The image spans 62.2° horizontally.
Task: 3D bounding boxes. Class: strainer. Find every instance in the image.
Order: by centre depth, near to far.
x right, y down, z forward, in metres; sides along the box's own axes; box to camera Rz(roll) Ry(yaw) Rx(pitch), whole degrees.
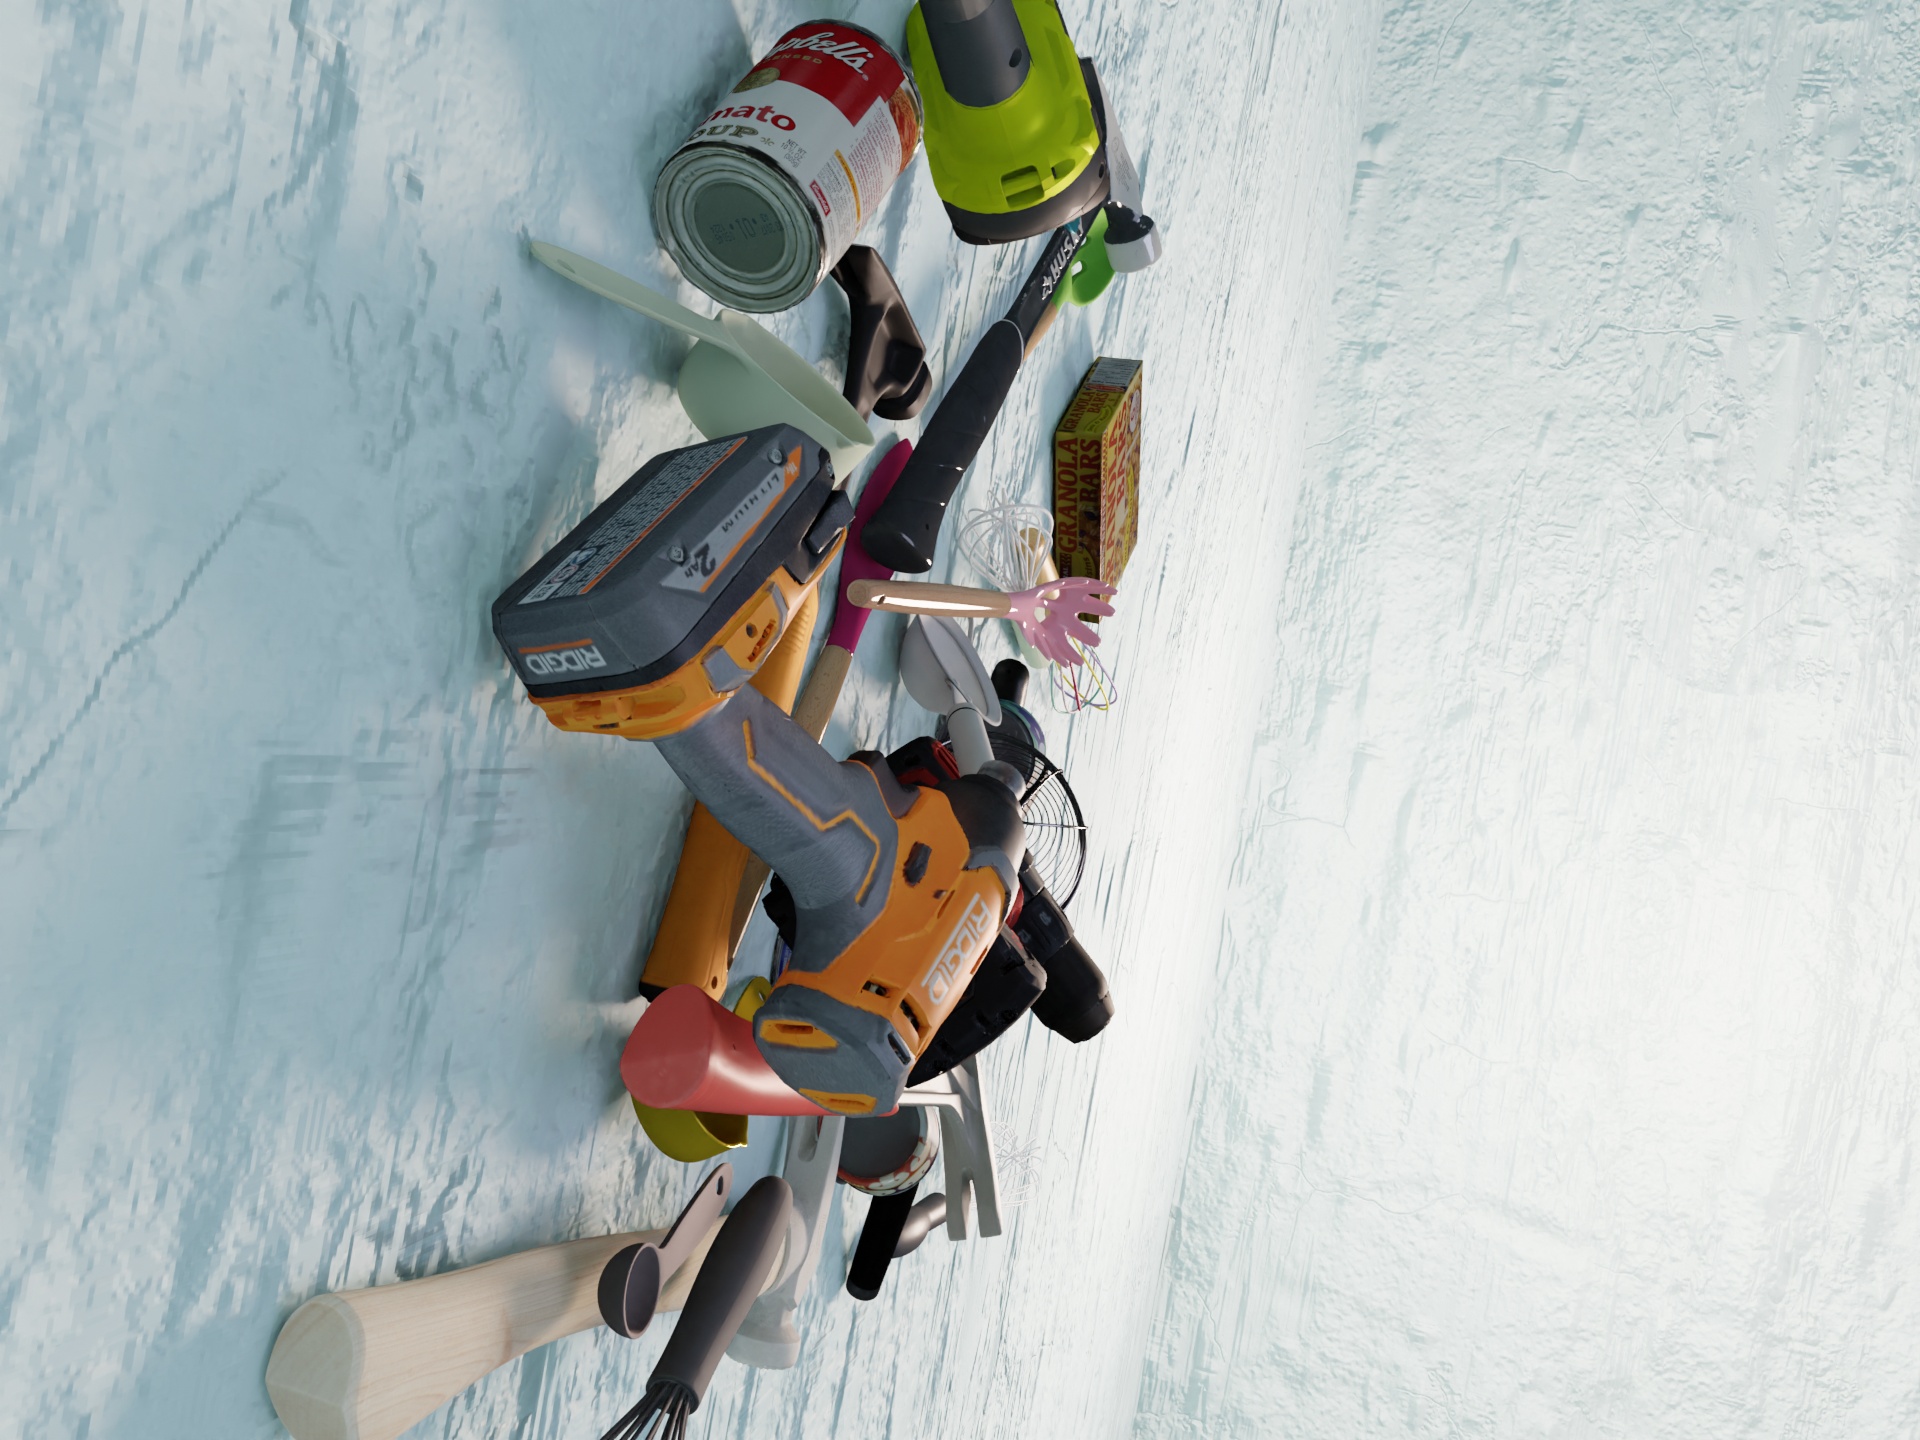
[{"bbox_3d":[-0.001,-0.003,0.840,0.086,0.050,0.259,52,9,-22],"label":"strainer"}]

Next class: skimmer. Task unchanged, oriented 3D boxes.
[{"bbox_3d":[-0.018,0.187,0.983,0.090,0.127,0.363,-121,-135,-64],"label":"skimmer"}]

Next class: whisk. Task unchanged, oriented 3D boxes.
[{"bbox_3d":[-0.111,0.261,0.622,0.239,0.055,0.055,-61,156,-61],"label":"whisk"},{"bbox_3d":[0.041,-0.085,1.054,0.246,0.059,0.058,65,11,-70],"label":"whisk"},{"bbox_3d":[-0.001,0.346,1.157,0.284,0.070,0.070,7,93,-69],"label":"whisk"},{"bbox_3d":[0.072,-0.069,1.186,0.244,0.051,0.047,62,7,-58],"label":"whisk"}]

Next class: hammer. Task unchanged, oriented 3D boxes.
[{"bbox_3d":[-0.136,0.221,0.660,0.410,0.038,0.146,42,59,-71],"label":"hammer"},{"bbox_3d":[-0.079,-0.040,0.694,0.127,0.034,0.337,56,47,-68],"label":"hammer"},{"bbox_3d":[-0.052,0.174,0.736,0.358,0.037,0.149,37,43,-68],"label":"hammer"},{"bbox_3d":[0.032,-0.228,0.903,0.409,0.036,0.149,-64,143,-39],"label":"hammer"}]

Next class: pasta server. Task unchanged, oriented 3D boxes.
[{"bbox_3d":[0.019,-0.064,0.906,0.060,0.040,0.316,-65,160,12],"label":"pasta server"}]

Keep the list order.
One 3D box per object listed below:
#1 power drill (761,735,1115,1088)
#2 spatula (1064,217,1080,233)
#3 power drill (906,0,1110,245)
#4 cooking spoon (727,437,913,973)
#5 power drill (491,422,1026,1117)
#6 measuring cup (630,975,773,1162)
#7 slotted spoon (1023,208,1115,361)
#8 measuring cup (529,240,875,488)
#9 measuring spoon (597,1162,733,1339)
[{"bbox_3d":[0.004,0.102,0.785,0.080,0.188,0.227,-38,179,11],"label":"power drill"},{"bbox_3d":[0.014,-0.367,0.788,0.317,0.044,0.082,54,40,-66],"label":"spatula"},{"bbox_3d":[-0.004,-0.321,0.659,0.223,0.080,0.171,52,24,-66],"label":"power drill"},{"bbox_3d":[-0.068,-0.012,0.776,0.068,0.017,0.319,75,29,-55],"label":"cooking spoon"},{"bbox_3d":[-0.051,0.010,0.583,0.164,0.084,0.226,-54,127,-40],"label":"power drill"},{"bbox_3d":[-0.111,0.149,0.715,0.062,0.029,0.156,62,9,-6],"label":"measuring cup"},{"bbox_3d":[0.045,-0.249,0.998,0.314,0.031,0.070,-59,154,-46],"label":"slotted spoon"},{"bbox_3d":[-0.097,-0.124,0.567,0.038,0.083,0.167,-48,150,17],"label":"measuring cup"},{"bbox_3d":[-0.118,0.206,0.638,0.124,0.018,0.034,-36,126,-77],"label":"measuring spoon"}]
